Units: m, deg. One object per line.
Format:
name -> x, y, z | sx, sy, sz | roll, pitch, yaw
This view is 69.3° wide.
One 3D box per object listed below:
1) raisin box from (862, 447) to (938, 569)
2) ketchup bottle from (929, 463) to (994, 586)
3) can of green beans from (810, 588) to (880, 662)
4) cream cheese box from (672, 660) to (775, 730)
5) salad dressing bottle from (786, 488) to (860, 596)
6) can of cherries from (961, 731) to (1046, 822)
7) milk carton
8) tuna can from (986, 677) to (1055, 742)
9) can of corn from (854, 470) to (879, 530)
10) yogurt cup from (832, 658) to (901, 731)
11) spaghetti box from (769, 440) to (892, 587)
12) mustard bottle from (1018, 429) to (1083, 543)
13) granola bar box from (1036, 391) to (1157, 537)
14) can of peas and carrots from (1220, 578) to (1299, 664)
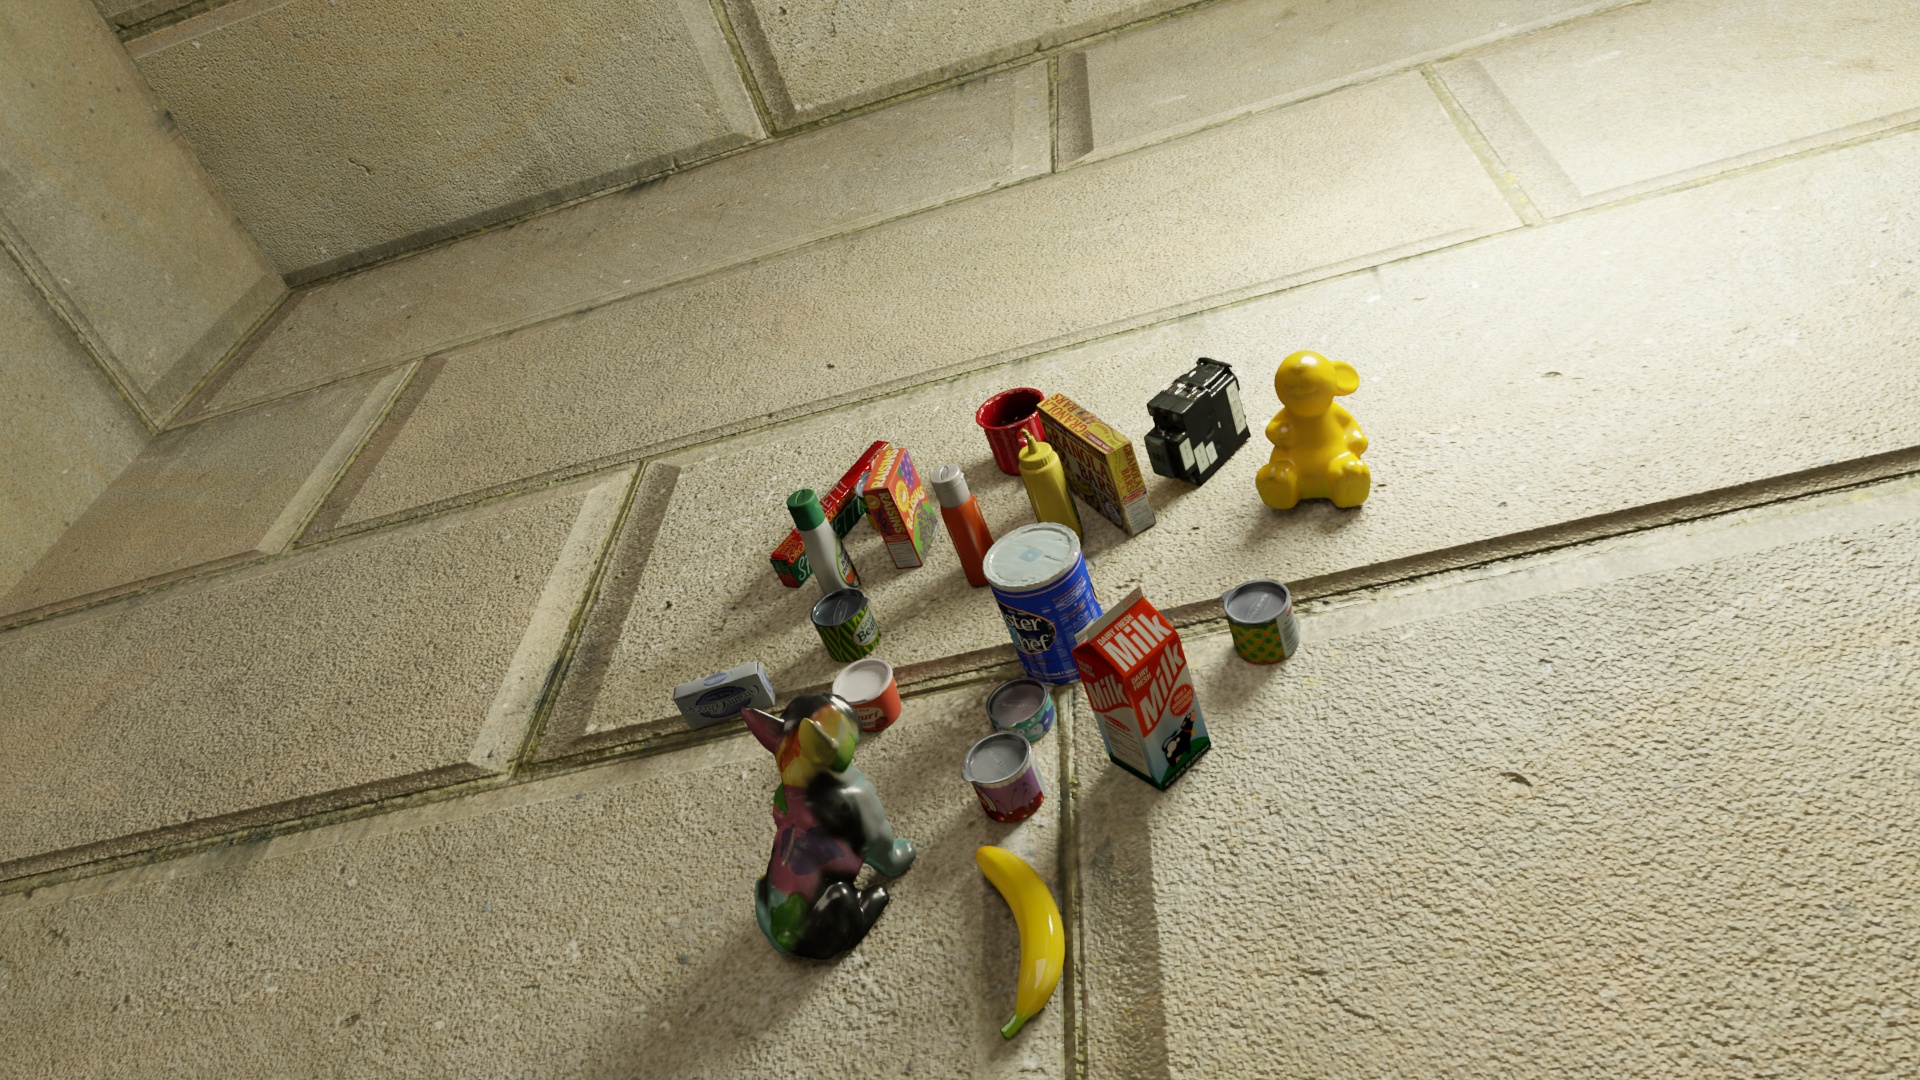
raisin box -> -0.073, -0.040, 1.702 | 0.040, 0.123, 0.086 | -6, 37, 22
ketchup bottle -> 0.006, -0.020, 1.609 | 0.043, 0.148, 0.065 | -13, 35, 13
can of green beans -> -0.132, 0.098, 1.604 | 0.071, 0.057, 0.071 | -15, 35, 11
cream cheese box -> -0.267, 0.176, 1.575 | 0.104, 0.053, 0.024 | -18, 34, 6
salad dressing bottle -> -0.166, 0.006, 1.669 | 0.044, 0.147, 0.064 | -12, 35, 14
can of cherries -> 0.041, 0.227, 1.330 | 0.071, 0.058, 0.072 | -15, 35, 11
milk carton -> 0.163, 0.132, 1.276 | 0.072, 0.189, 0.073 | -38, 37, -22
tuna can -> 0.061, 0.175, 1.413 | 0.071, 0.032, 0.071 | -15, 35, 11
can of corn -> -0.097, -0.054, 1.793 | 0.071, 0.058, 0.071 | -15, 35, 11
yogurt cup -> -0.097, 0.168, 1.492 | 0.072, 0.053, 0.073 | -15, 35, 11
spaghetti box -> -0.159, -0.037, 1.811 | 0.028, 0.050, 0.251 | 7, 43, 36
mustard bottle -> 0.100, -0.063, 1.605 | 0.049, 0.159, 0.065 | -19, 34, 4
granola bar box -> 0.159, -0.091, 1.643 | 0.039, 0.123, 0.166 | -30, 35, -12
can of peas and carrots -> 0.299, 0.081, 1.387 | 0.071, 0.058, 0.071 | -15, 35, 11
